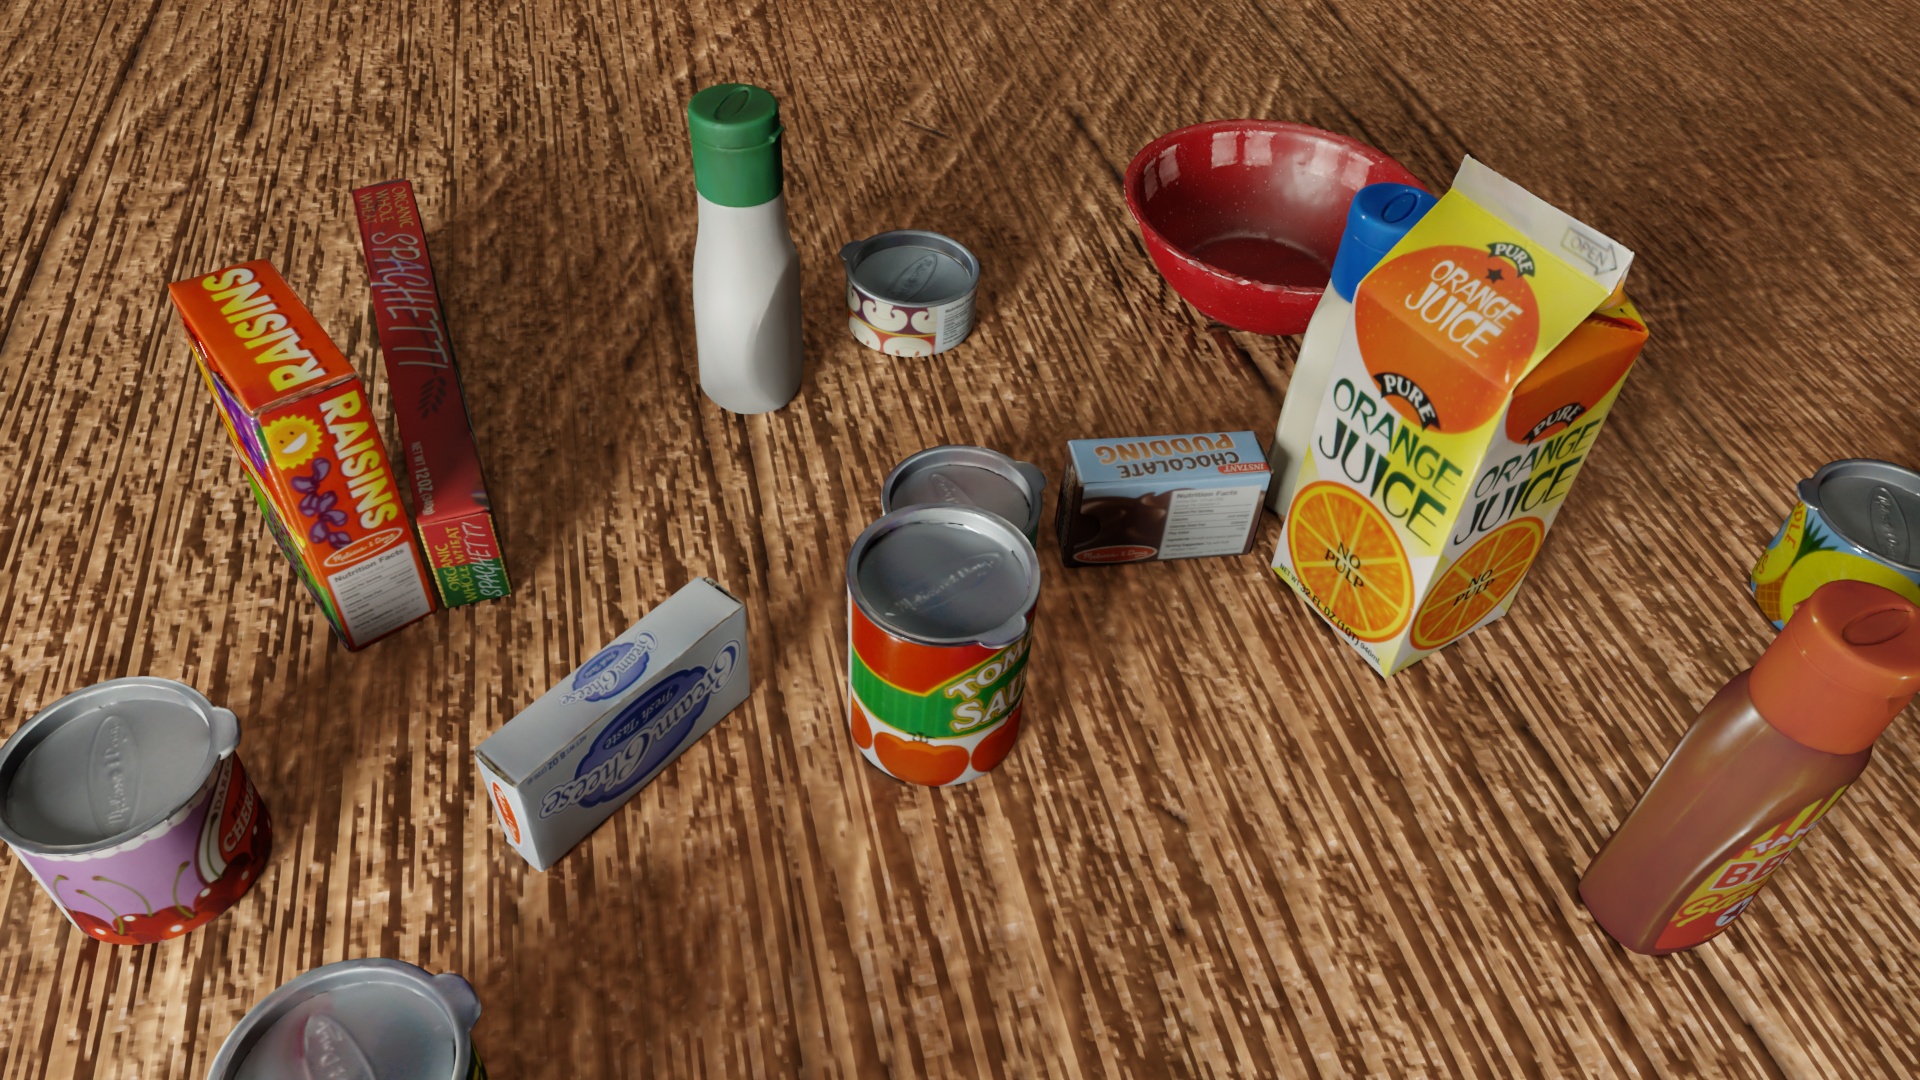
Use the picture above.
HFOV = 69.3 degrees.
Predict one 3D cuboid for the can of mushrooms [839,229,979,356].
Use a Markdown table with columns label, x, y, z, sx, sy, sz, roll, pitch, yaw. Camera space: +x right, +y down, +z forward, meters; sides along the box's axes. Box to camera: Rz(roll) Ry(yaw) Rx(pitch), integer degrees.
| label | x | y | z | sx | sy | sz | roll | pitch | yaw |
| --- | --- | --- | --- | --- | --- | --- | --- | --- | --- |
| can of mushrooms | -0.027 | -0.124 | 0.691 | 0.071 | 0.033 | 0.071 | 2 | 46 | -2 |

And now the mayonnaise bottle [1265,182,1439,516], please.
| label | x | y | z | sx | sy | sz | roll | pitch | yaw |
| --- | --- | --- | --- | --- | --- | --- | --- | --- | --- |
| mayonnaise bottle | 0.163 | -0.076 | 0.580 | 0.041 | 0.147 | 0.065 | 28 | 50 | 22 |

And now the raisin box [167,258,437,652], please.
| label | x | y | z | sx | sy | sz | roll | pitch | yaw |
| --- | --- | --- | --- | --- | --- | --- | --- | --- | --- |
| raisin box | -0.244 | -0.031 | 0.519 | 0.040 | 0.122 | 0.086 | -28 | 54 | -28 |

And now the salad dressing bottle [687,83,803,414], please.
| label | x | y | z | sx | sy | sz | roll | pitch | yaw |
| --- | --- | --- | --- | --- | --- | --- | --- | --- | --- |
| salad dressing bottle | -0.094 | -0.124 | 0.606 | 0.044 | 0.146 | 0.064 | 14 | 46 | 9 |

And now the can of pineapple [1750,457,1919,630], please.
| label | x | y | z | sx | sy | sz | roll | pitch | yaw |
| --- | --- | --- | --- | --- | --- | --- | --- | --- | --- |
| can of pineapple | 0.373 | 0.008 | 0.578 | 0.071 | 0.057 | 0.071 | 2 | 46 | -2 |

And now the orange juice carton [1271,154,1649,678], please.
| label | x | y | z | sx | sy | sz | roll | pitch | yaw |
| --- | --- | --- | --- | --- | --- | --- | --- | --- | --- |
| orange juice carton | 0.185 | -0.044 | 0.519 | 0.073 | 0.191 | 0.072 | -22 | 51 | -24 |

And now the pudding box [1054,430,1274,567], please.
| label | x | y | z | sx | sy | sz | roll | pitch | yaw |
| --- | --- | --- | --- | --- | --- | --- | --- | --- | --- |
| pudding box | 0.084 | -0.018 | 0.585 | 0.084 | 0.049 | 0.030 | -4 | 46 | -9 |

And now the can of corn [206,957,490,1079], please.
| label | x | y | z | sx | sy | sz | roll | pitch | yaw |
| --- | --- | --- | --- | --- | --- | --- | --- | --- | --- |
| can of corn | -0.163 | 0.159 | 0.386 | 0.071 | 0.058 | 0.071 | 2 | 46 | -2 |

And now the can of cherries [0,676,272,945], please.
| label | x | y | z | sx | sy | sz | roll | pitch | yaw |
| --- | --- | --- | --- | --- | --- | --- | --- | --- | --- |
| can of cherries | -0.262 | 0.087 | 0.448 | 0.071 | 0.058 | 0.072 | 2 | 46 | -2 |

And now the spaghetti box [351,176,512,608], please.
| label | x | y | z | sx | sy | sz | roll | pitch | yaw |
| --- | --- | --- | --- | --- | --- | --- | --- | --- | --- |
| spaghetti box | -0.237 | -0.075 | 0.615 | 0.029 | 0.049 | 0.251 | -14 | 48 | -18 |

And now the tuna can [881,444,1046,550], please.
| label | x | y | z | sx | sy | sz | roll | pitch | yaw |
| --- | --- | --- | --- | --- | --- | --- | --- | --- | --- |
| tuna can | 0.002 | -0.007 | 0.580 | 0.071 | 0.032 | 0.071 | 2 | 46 | -2 |

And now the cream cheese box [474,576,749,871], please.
| label | x | y | z | sx | sy | sz | roll | pitch | yaw |
| --- | --- | --- | --- | --- | --- | --- | --- | --- | --- |
| cream cheese box | -0.118 | 0.063 | 0.487 | 0.024 | 0.053 | 0.104 | 31 | 51 | 23 |

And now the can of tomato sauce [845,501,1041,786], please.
| label | x | y | z | sx | sy | sz | roll | pitch | yaw |
| --- | --- | --- | --- | --- | --- | --- | --- | --- | --- |
| can of tomato sauce | -0.006 | 0.039 | 0.498 | 0.071 | 0.082 | 0.071 | 2 | 46 | -2 |

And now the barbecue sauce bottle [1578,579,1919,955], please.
| label | x | y | z | sx | sy | sz | roll | pitch | yaw |
| --- | --- | --- | --- | --- | --- | --- | --- | --- | --- |
| barbecue sauce bottle | 0.251 | 0.074 | 0.439 | 0.065 | 0.147 | 0.044 | -18 | 50 | -21 |
